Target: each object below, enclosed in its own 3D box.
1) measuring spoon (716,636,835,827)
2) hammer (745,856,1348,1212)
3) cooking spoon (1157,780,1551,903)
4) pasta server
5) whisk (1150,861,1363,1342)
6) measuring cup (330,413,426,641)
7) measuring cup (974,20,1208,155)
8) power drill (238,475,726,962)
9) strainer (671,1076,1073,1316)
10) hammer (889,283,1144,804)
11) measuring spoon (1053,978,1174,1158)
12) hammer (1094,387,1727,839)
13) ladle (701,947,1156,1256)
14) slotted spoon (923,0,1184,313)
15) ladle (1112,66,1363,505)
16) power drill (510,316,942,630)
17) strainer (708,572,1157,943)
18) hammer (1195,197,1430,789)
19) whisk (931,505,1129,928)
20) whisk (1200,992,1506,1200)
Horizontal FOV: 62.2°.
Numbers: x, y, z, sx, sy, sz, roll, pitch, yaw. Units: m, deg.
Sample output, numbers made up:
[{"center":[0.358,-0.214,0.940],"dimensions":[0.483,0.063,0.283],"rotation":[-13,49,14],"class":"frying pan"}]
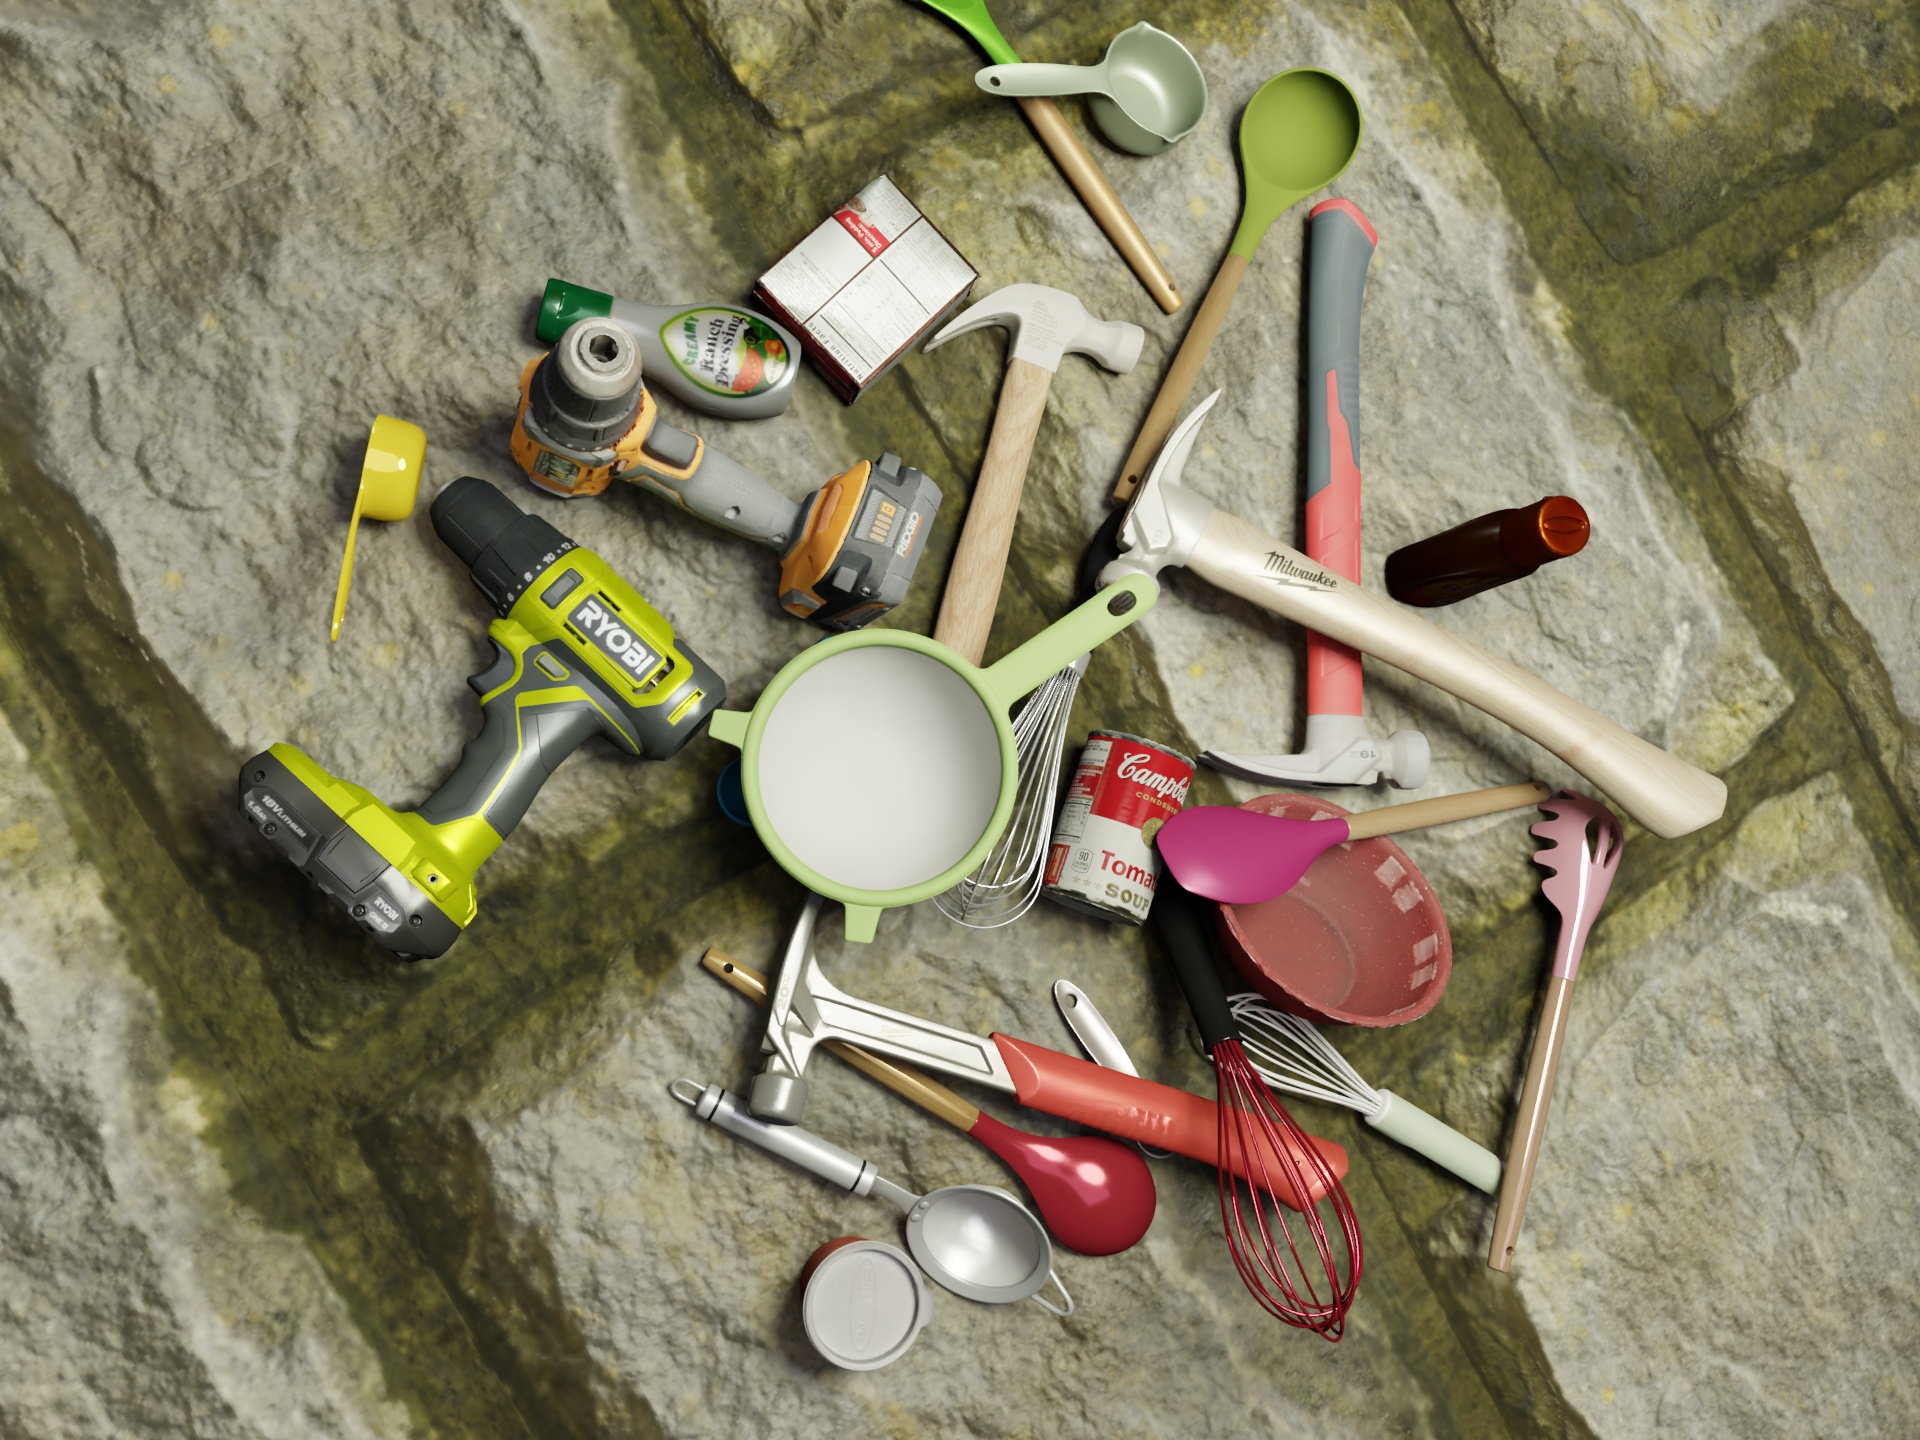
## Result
[{"center":[-0.103,0.006,0.931],"dimensions":[0.042,0.021,0.129],"rotation":[31,67,-11],"class":"measuring spoon"},{"center":[0.062,0.203,0.922],"dimensions":[0.359,0.036,0.149],"rotation":[20,65,-13],"class":"hammer"},{"center":[0.254,0.063,0.981],"dimensions":[0.318,0.017,0.069],"rotation":[-7,55,-31],"class":"cooking spoon"},{"center":[0.375,0.192,1.019],"dimensions":[0.060,0.040,0.316],"rotation":[21,76,-12],"class":"pasta server"},{"center":[0.156,0.204,0.905],"dimensions":[0.073,0.073,0.296],"rotation":[-7,57,-16],"class":"whisk"},{"center":[-0.305,-0.098,0.834],"dimensions":[0.029,0.062,0.157],"rotation":[10,48,-19],"class":"measuring cup"},{"center":[0.077,-0.394,1.003],"dimensions":[0.167,0.038,0.083],"rotation":[-10,83,-25],"class":"measuring cup"},{"center":[-0.266,-0.004,0.853],"dimensions":[0.190,0.080,0.228],"rotation":[43,72,-2],"class":"power drill"},{"center":[-0.047,0.261,0.901],"dimensions":[0.258,0.050,0.086],"rotation":[28,121,-6],"class":"strainer"},{"center":[0.013,-0.110,0.966],"dimensions":[0.130,0.031,0.331],"rotation":[17,79,-13],"class":"hammer"},{"center":[0.092,0.210,0.962],"dimensions":[0.034,0.018,0.124],"rotation":[-33,86,-26],"class":"measuring spoon"},{"center":[0.290,-0.049,0.975],"dimensions":[0.410,0.038,0.146],"rotation":[27,75,-5],"class":"hammer"},{"center":[-0.014,0.218,0.923],"dimensions":[0.315,0.031,0.069],"rotation":[33,76,-8],"class":"ladle"},{"center":[0.047,-0.390,1.011],"dimensions":[0.070,0.031,0.313],"rotation":[-40,97,-31],"class":"slotted spoon"},{"center":[0.169,-0.277,1.010],"dimensions":[0.078,0.062,0.320],"rotation":[26,76,1],"class":"ladle"},{"center":[-0.127,-0.134,0.852],"dimensions":[0.226,0.185,0.084],"rotation":[24,76,-15],"class":"power drill"},{"center":[-0.001,-0.003,0.893],"dimensions":[0.256,0.069,0.151],"rotation":[-34,89,-5],"class":"strainer"},{"center":[0.225,-0.150,1.022],"dimensions":[0.143,0.038,0.386],"rotation":[3,80,-6],"class":"hammer"},{"center":[0.055,-0.007,0.956],"dimensions":[0.070,0.070,0.285],"rotation":[27,73,-11],"class":"whisk"},{"center":[0.252,0.237,0.988],"dimensions":[0.246,0.058,0.059],"rotation":[32,111,-13],"class":"whisk"}]
